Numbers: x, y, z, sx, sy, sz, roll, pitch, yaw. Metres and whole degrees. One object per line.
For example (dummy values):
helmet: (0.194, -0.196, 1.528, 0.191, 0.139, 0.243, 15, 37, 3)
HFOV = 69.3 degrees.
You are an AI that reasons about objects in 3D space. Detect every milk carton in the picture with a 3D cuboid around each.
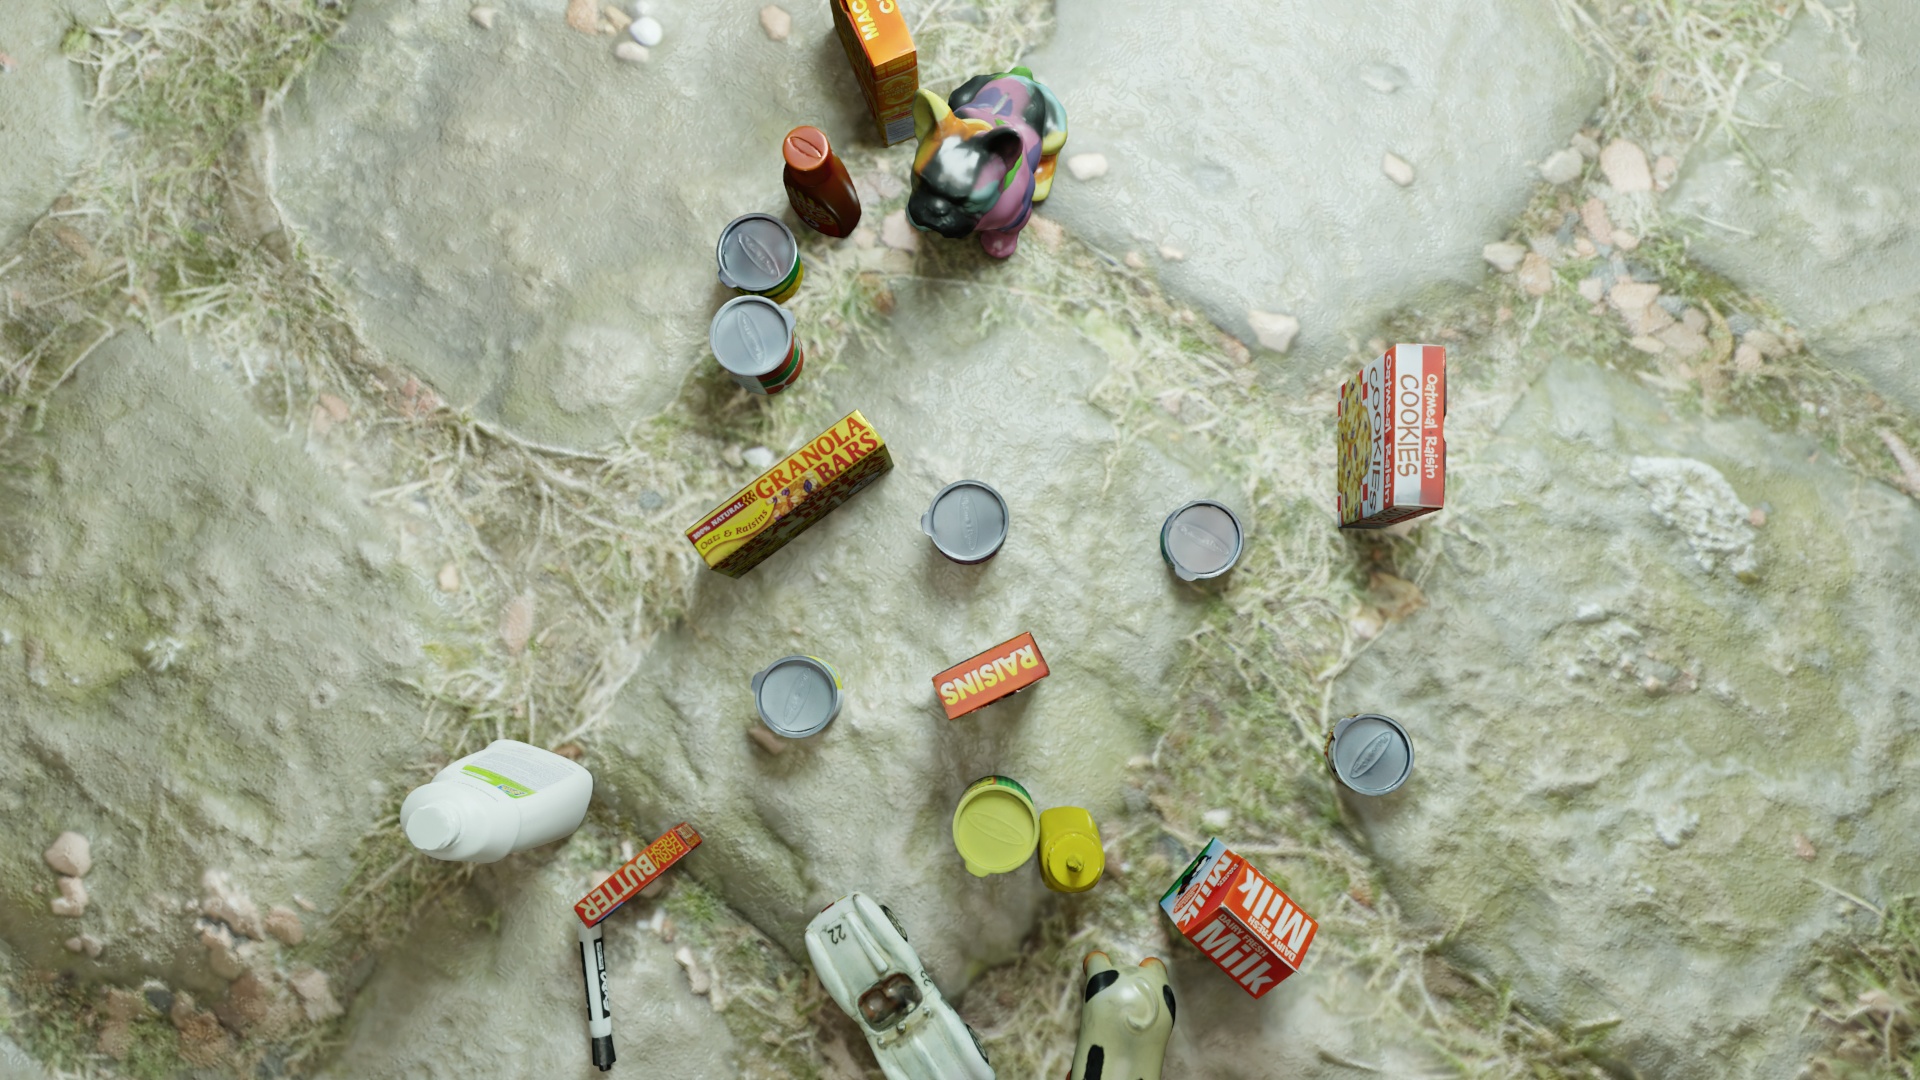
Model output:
milk carton: (0.210, 0.285, 1.051, 0.072, 0.190, 0.073, 41, 87, 4)

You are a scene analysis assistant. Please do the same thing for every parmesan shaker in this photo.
parmesan shaker: (0.026, 0.225, 1.102, 0.071, 0.103, 0.071, 0, 85, 1)

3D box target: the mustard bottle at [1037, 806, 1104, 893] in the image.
mustard bottle: (0.085, 0.243, 1.071, 0.049, 0.160, 0.065, -3, 85, 1)

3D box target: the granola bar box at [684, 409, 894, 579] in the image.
granola bar box: (-0.134, -0.035, 1.119, 0.165, 0.124, 0.039, -36, 86, -3)

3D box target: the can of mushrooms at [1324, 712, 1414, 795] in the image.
can of mushrooms: (0.333, 0.173, 1.139, 0.071, 0.033, 0.071, 0, 85, 1)

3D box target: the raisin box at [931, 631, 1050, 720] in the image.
raisin box: (0.023, 0.107, 1.103, 0.086, 0.123, 0.040, -25, 85, -2)

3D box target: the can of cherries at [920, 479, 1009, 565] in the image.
can of cherries: (0.004, -0.014, 1.148, 0.071, 0.058, 0.071, 0, 85, 1)

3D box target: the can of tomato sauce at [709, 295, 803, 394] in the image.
can of tomato sauce: (-0.166, -0.162, 1.152, 0.071, 0.083, 0.071, 0, 85, 1)

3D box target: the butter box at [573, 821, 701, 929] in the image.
butter box: (-0.260, 0.270, 1.125, 0.103, 0.053, 0.024, -38, 86, -3)

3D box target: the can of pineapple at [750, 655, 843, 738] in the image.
can of pineapple: (-0.132, 0.126, 1.136, 0.071, 0.058, 0.071, 0, 85, 1)

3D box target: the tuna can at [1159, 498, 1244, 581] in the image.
tuna can: (0.199, 0.002, 1.158, 0.071, 0.033, 0.071, 0, 85, 1)

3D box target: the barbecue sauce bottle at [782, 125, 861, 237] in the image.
barbecue sauce bottle: (-0.117, -0.294, 1.132, 0.065, 0.148, 0.043, 32, 86, 3)

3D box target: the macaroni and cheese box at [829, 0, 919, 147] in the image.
macaroni and cheese box: (-0.072, -0.411, 1.134, 0.040, 0.166, 0.124, -22, 85, -1)

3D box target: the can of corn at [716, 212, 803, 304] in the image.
can of corn: (-0.170, -0.234, 1.172, 0.071, 0.058, 0.071, 0, 85, 1)

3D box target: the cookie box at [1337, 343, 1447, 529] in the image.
cookie box: (0.338, -0.077, 1.097, 0.040, 0.167, 0.123, 2, 85, 1)
